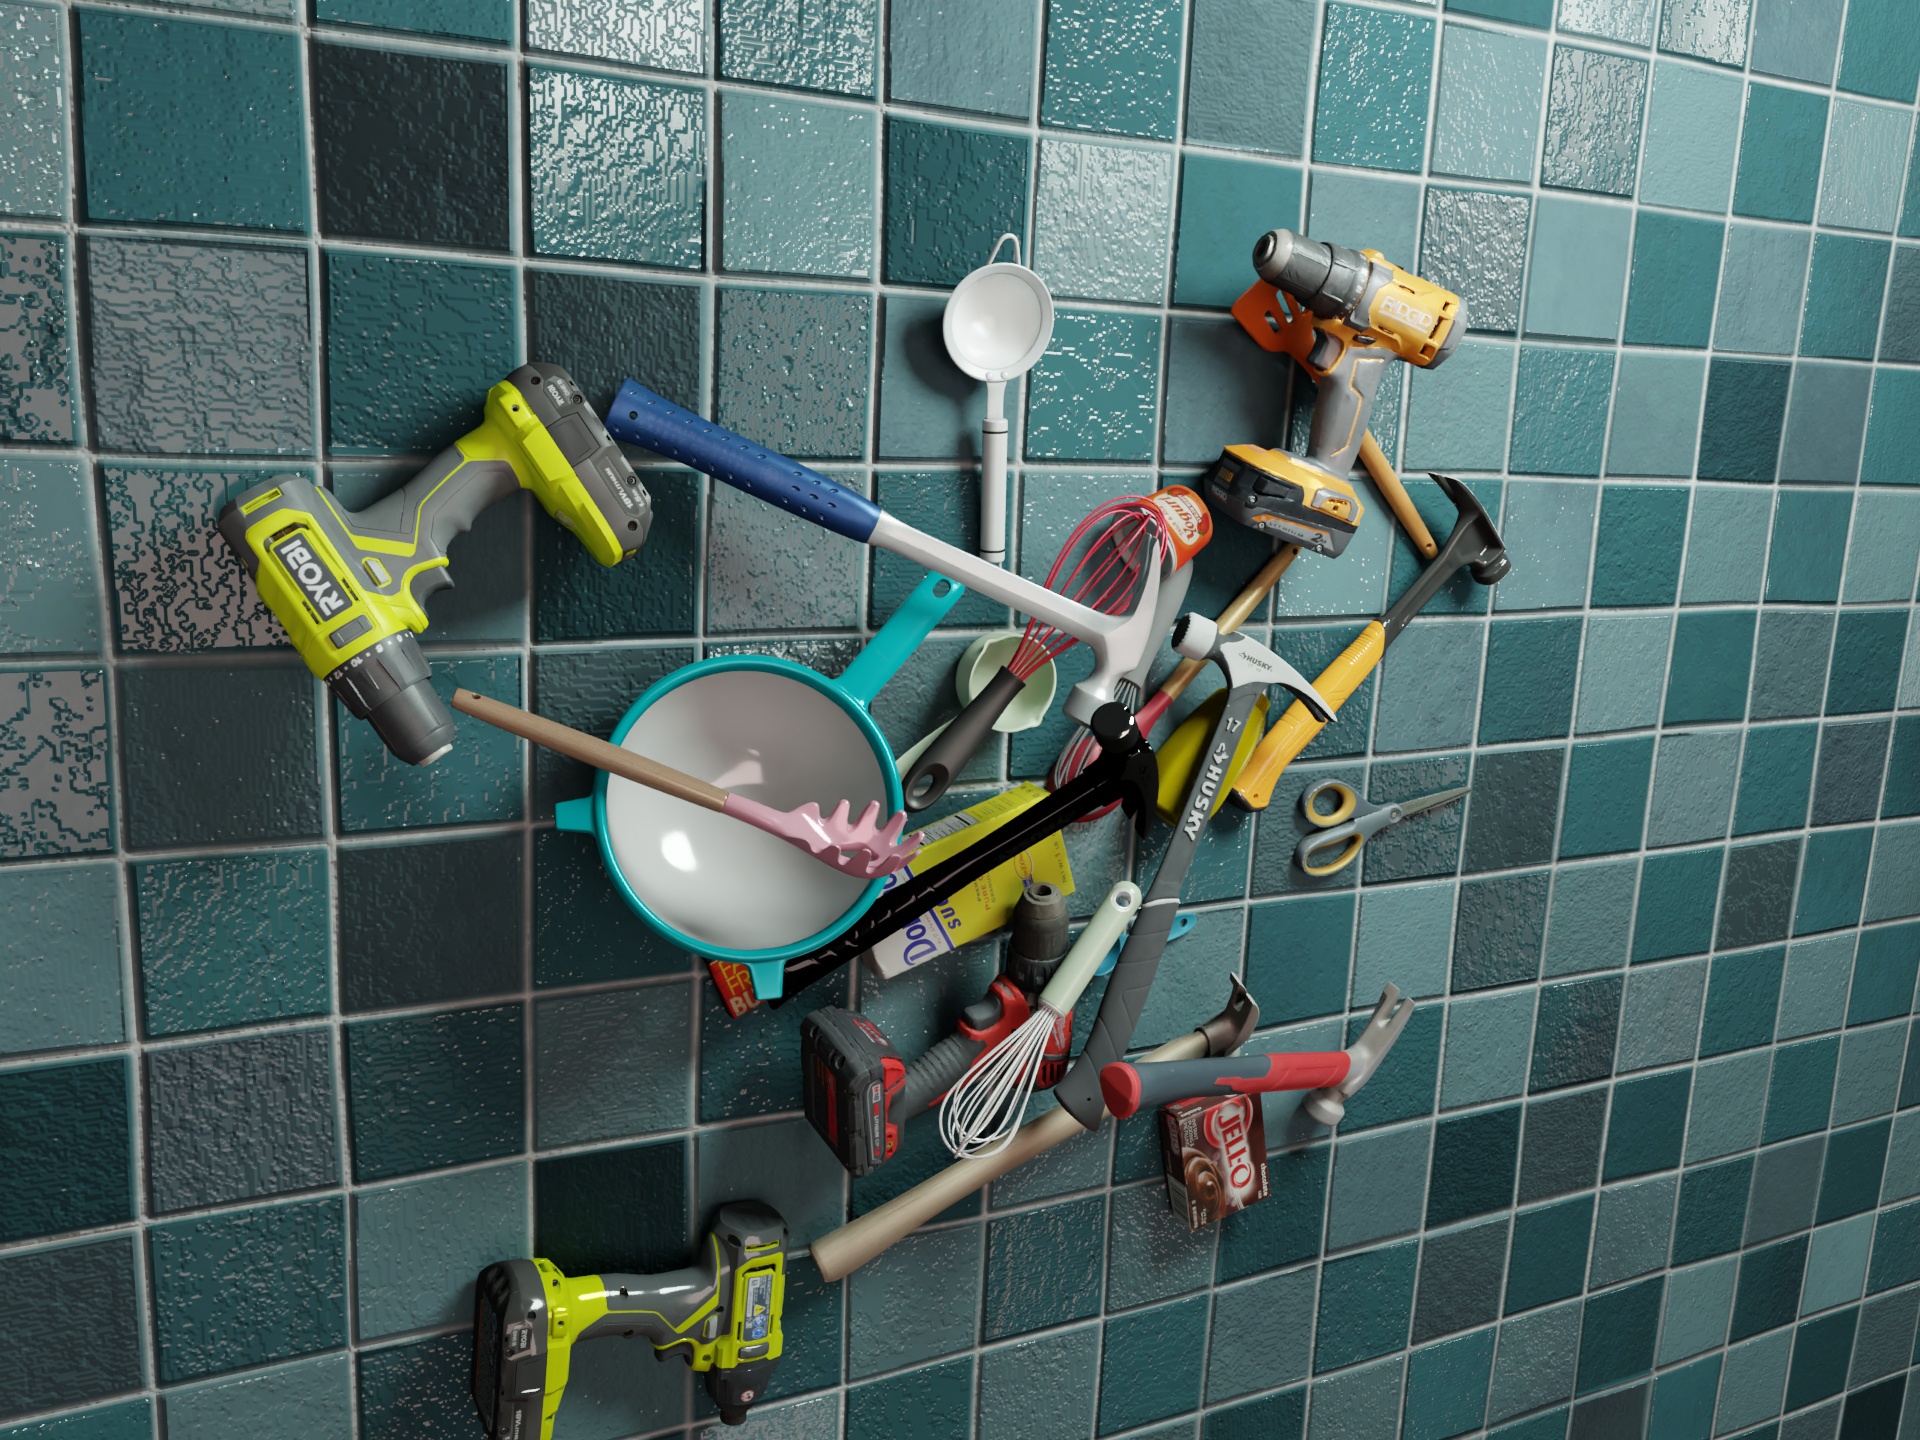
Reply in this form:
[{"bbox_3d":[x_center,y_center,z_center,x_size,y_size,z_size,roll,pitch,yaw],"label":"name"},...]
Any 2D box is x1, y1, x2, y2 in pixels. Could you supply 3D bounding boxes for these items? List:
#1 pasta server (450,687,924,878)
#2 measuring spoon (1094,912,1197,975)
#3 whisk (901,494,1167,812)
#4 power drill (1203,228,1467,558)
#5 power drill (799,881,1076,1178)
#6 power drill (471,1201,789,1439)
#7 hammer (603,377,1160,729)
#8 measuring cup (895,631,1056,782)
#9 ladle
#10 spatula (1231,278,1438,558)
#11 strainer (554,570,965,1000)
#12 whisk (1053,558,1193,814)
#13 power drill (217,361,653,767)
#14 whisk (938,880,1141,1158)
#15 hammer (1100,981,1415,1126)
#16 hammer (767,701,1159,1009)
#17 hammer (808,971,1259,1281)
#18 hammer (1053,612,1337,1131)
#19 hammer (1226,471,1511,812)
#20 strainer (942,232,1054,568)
[{"bbox_3d":[-0.177,0.038,1.038,0.316,0.060,0.040,22,118,-9],"label":"pasta server"},{"bbox_3d":[0.148,0.182,1.349,0.128,0.021,0.042,-12,106,-34],"label":"measuring spoon"},{"bbox_3d":[0.053,-0.048,1.181,0.073,0.073,0.296,41,88,-28],"label":"whisk"},{"bbox_3d":[0.274,-0.260,1.247,0.185,0.084,0.226,16,108,-25],"label":"power drill"},{"bbox_3d":[-0.006,0.231,1.218,0.226,0.080,0.187,-18,126,-29],"label":"power drill"},{"bbox_3d":[-0.239,0.460,1.177,0.223,0.080,0.171,0,101,-30],"label":"power drill"},{"bbox_3d":[-0.048,-0.135,1.099,0.405,0.035,0.144,24,99,-13],"label":"hammer"},{"bbox_3d":[-0.002,-0.004,1.216,0.167,0.038,0.083,-39,116,-12],"label":"measuring cup"},{"bbox_3d":[0.185,-0.038,1.311,0.315,0.031,0.069,-48,115,-12],"label":"ladle"},{"bbox_3d":[0.327,-0.250,1.327,0.081,0.041,0.322,-38,118,5],"label":"spatula"},{"bbox_3d":[-0.114,0.021,1.133,0.211,0.095,0.340,41,68,-4],"label":"strainer"},{"bbox_3d":[0.134,-0.031,1.260,0.055,0.055,0.239,33,74,-29],"label":"whisk"},{"bbox_3d":[-0.311,-0.101,0.993,0.228,0.080,0.190,-35,97,-16],"label":"power drill"},{"bbox_3d":[0.064,0.223,1.196,0.058,0.059,0.246,33,75,11],"label":"whisk"},{"bbox_3d":[0.249,0.281,1.316,0.386,0.038,0.143,11,113,-48],"label":"hammer"},{"bbox_3d":[-0.002,0.114,1.163,0.335,0.035,0.146,-32,145,-1],"label":"hammer"},{"bbox_3d":[0.065,0.334,1.292,0.410,0.038,0.146,-26,151,-16],"label":"hammer"},{"bbox_3d":[0.170,0.128,1.264,0.149,0.036,0.409,24,83,-12],"label":"hammer"},{"bbox_3d":[0.341,-0.057,1.369,0.337,0.034,0.127,-48,125,-7],"label":"hammer"},{"bbox_3d":[0.024,-0.227,1.178,0.087,0.050,0.258,-6,110,-20],"label":"strainer"}]
